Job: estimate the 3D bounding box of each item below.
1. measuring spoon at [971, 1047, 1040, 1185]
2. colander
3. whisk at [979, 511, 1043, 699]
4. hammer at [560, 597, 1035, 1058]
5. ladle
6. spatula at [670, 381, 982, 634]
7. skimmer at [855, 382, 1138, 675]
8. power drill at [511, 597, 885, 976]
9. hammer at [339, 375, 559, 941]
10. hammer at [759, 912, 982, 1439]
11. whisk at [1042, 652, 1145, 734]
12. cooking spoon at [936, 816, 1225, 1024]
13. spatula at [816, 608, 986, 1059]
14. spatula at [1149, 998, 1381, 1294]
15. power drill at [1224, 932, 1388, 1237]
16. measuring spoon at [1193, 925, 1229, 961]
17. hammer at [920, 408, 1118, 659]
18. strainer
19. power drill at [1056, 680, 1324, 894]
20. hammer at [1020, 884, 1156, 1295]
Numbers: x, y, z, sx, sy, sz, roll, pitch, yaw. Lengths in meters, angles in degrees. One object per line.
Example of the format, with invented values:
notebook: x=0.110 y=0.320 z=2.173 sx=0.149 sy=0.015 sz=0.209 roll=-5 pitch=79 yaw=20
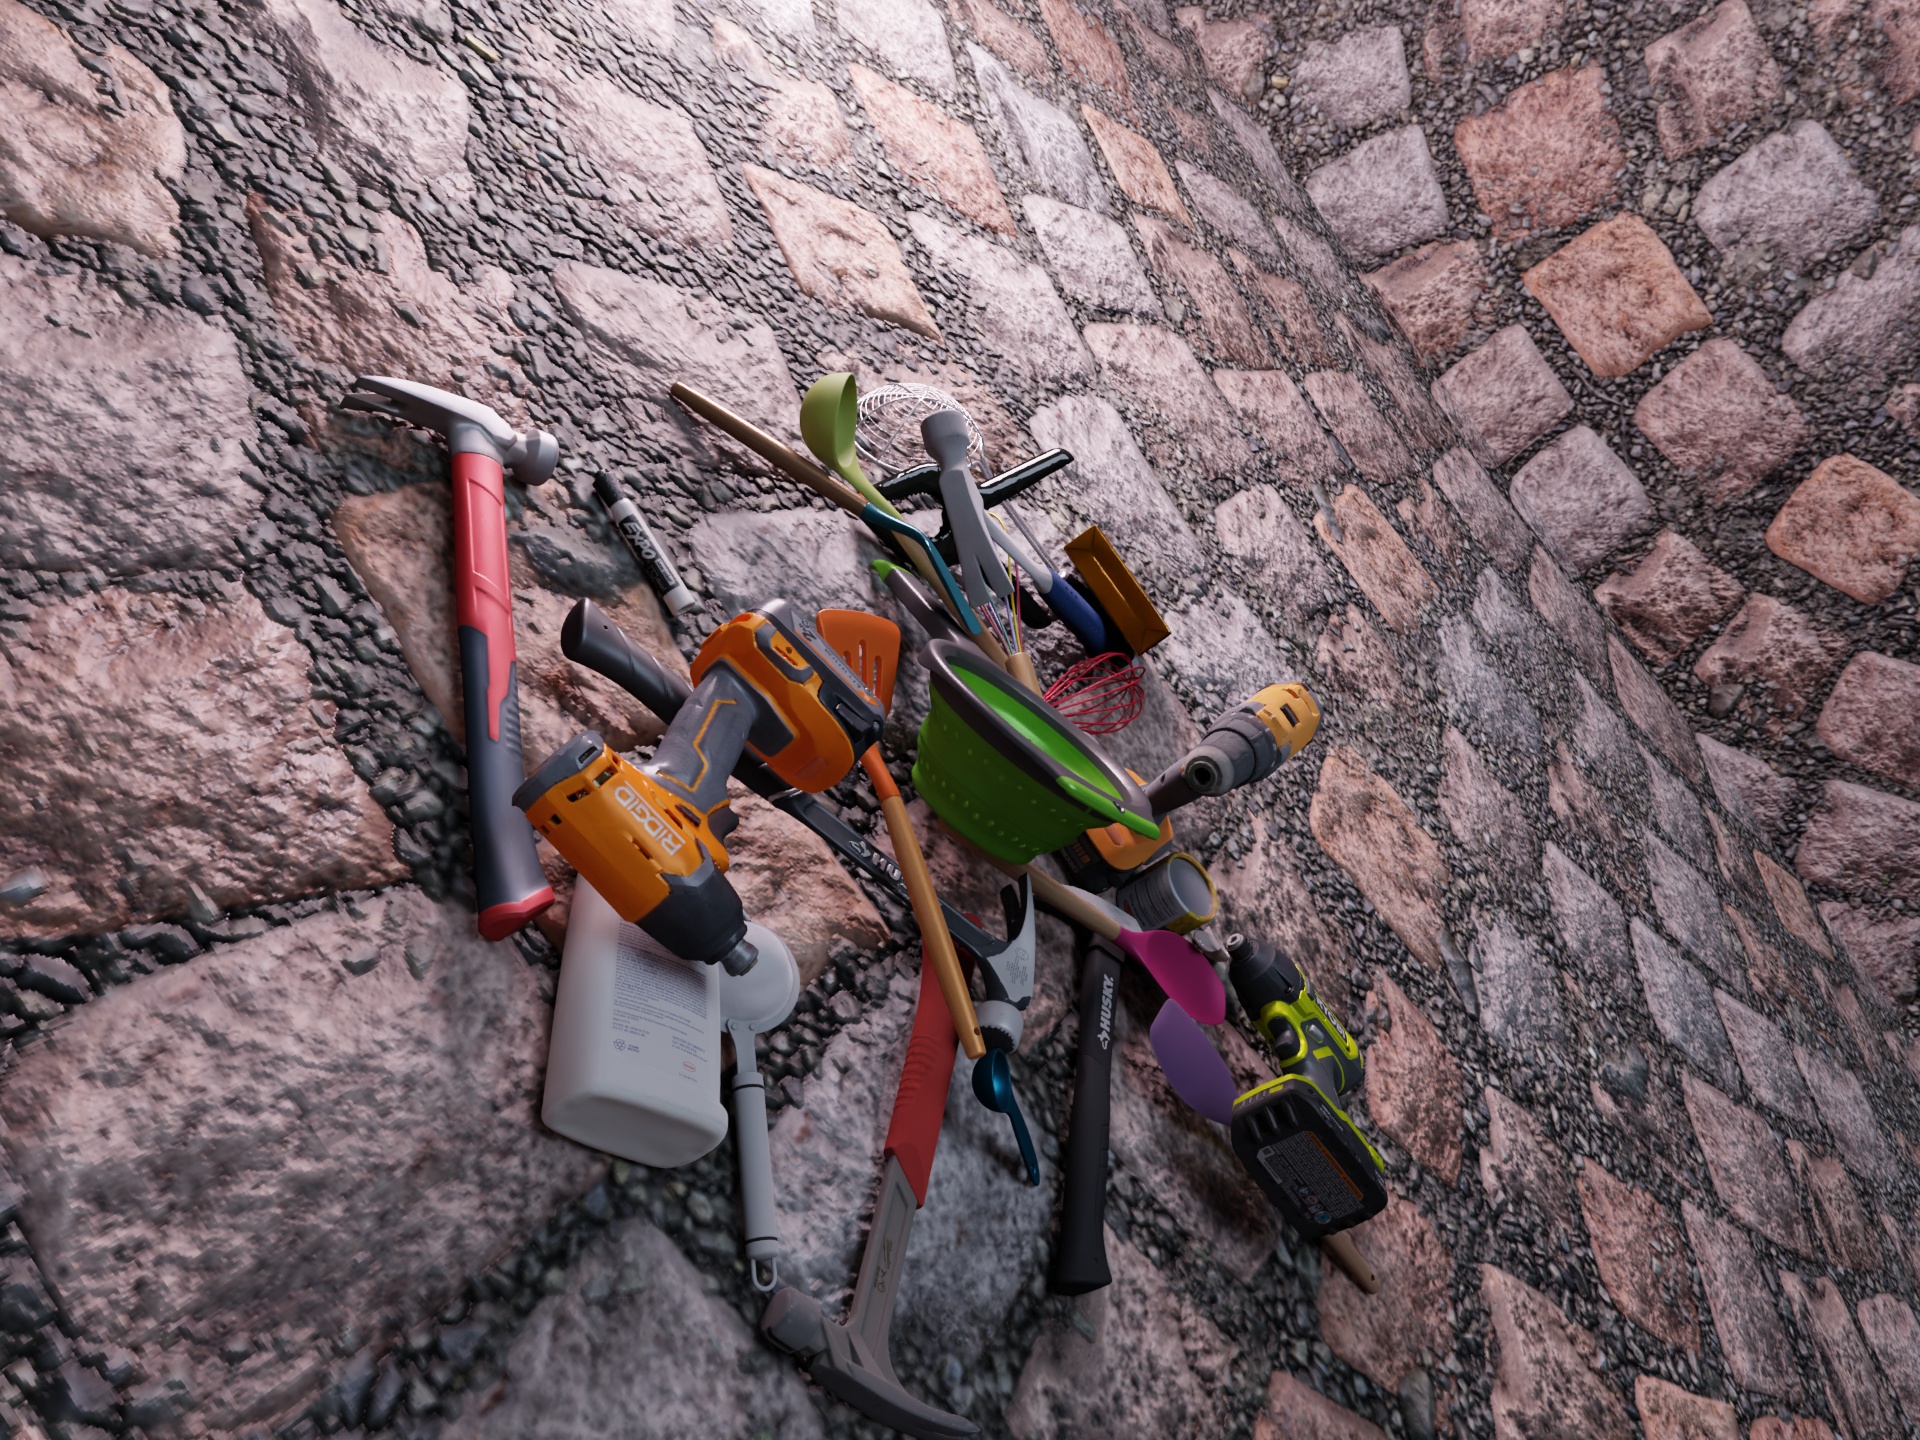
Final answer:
measuring spoon: x=0.030 y=0.274 z=1.079 sx=0.042 sy=0.021 sz=0.128 roll=-77 pitch=154 yaw=-52
colander: x=-0.002 y=-0.004 z=1.219 sx=0.204 sy=0.094 sz=0.398 roll=29 pitch=14 yaw=-39
whisk: x=0.043 y=-0.072 z=1.321 sx=0.051 sy=0.047 sz=0.245 roll=44 pitch=27 yaw=-61
hammer: x=-0.100 y=0.057 z=1.073 sx=0.408 sy=0.036 sz=0.149 roll=40 pitch=36 yaw=-16
ladle: x=-0.030 y=-0.153 z=1.345 sx=0.320 sy=0.062 sz=0.078 roll=52 pitch=28 yaw=-21
spatula: x=-0.105 y=-0.175 z=1.283 sx=0.317 sy=0.044 sz=0.082 roll=33 pitch=9 yaw=1
skimmer: x=0.037 y=-0.170 z=1.499 sx=0.363 sy=0.090 sz=0.127 roll=50 pitch=38 yaw=-23
power drill: x=-0.139 y=0.040 z=0.954 sx=0.164 sy=0.084 sz=0.226 roll=48 pitch=42 yaw=-6
hammer: x=-0.307 y=-0.048 z=0.983 sx=0.143 sy=0.038 sz=0.387 roll=16 pitch=49 yaw=-40
hammer: x=-0.023 y=0.272 z=1.038 sx=0.149 sy=0.036 sz=0.359 roll=39 pitch=37 yaw=-20
whisk: x=0.072 y=-0.005 z=1.373 sx=0.296 sy=0.073 sz=0.073 roll=-18 pitch=75 yaw=-49
cooking spoon: x=0.102 y=0.153 z=1.239 sx=0.318 sy=0.017 sz=0.069 roll=35 pitch=44 yaw=-27
spatula: x=-0.034 y=0.071 z=1.071 sx=0.081 sy=0.041 sz=0.323 roll=8 pitch=53 yaw=-46
spatula: x=0.246 y=0.351 z=1.275 sx=0.315 sy=0.018 sz=0.060 roll=51 pitch=49 yaw=-14
power drill: x=0.268 y=0.284 z=1.278 sx=0.171 sy=0.080 sz=0.223 roll=51 pitch=21 yaw=-18
measuring spoon: x=0.208 y=0.193 z=1.359 sx=0.034 sy=0.018 sz=0.124 roll=58 pitch=10 yaw=17
hammer: x=0.065 y=-0.114 z=1.312 sx=0.405 sy=0.035 sz=0.144 roll=33 pitch=41 yaw=-66
strainer: x=-0.128 y=0.212 z=0.966 sx=0.086 sy=0.050 sz=0.259 roll=7 pitch=57 yaw=-28
power drill: x=0.173 y=0.057 z=1.285 sx=0.084 sy=0.226 sz=0.185 roll=57 pitch=35 yaw=5
hammer: x=0.095 y=0.267 z=1.182 sx=0.146 sy=0.035 sz=0.335 roll=37 pitch=38 yaw=-23
